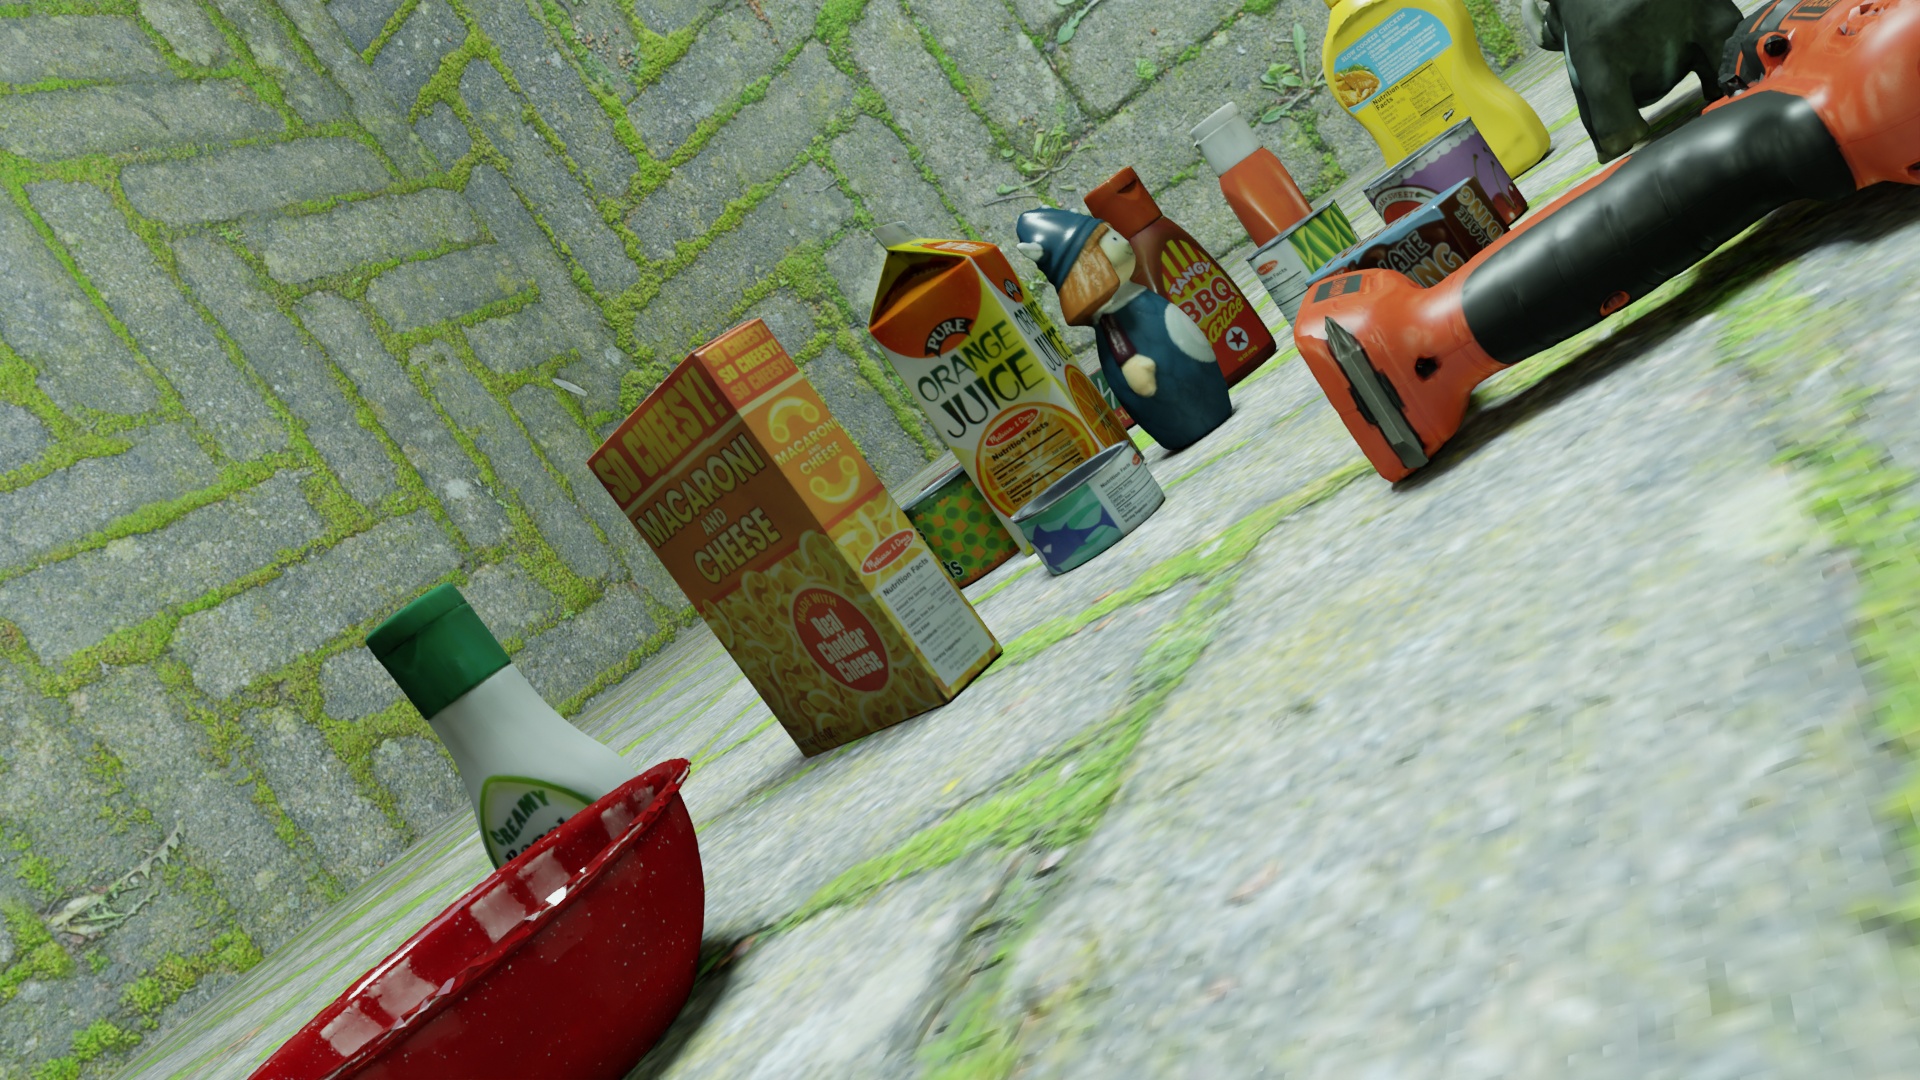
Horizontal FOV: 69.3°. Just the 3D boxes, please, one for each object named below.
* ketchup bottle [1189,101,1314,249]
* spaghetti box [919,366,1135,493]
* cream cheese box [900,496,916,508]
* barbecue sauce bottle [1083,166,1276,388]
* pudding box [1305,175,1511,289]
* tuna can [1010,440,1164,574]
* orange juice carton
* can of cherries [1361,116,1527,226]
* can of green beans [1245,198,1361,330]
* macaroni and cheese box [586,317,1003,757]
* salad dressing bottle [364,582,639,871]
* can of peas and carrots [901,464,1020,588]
[{"bbox_3d":[0.214,-0.230,0.959,0.043,0.148,0.065,-35,5,2],"label":"ketchup bottle"},{"bbox_3d":[0.079,-0.083,1.044,0.249,0.050,0.029,-33,6,26],"label":"spaghetti box"},{"bbox_3d":[-0.028,-0.001,0.965,0.103,0.053,0.024,-31,7,40],"label":"cream cheese box"},{"bbox_3d":[0.133,-0.163,0.871,0.065,0.148,0.043,-37,5,-21],"label":"barbecue sauce bottle"},{"bbox_3d":[0.190,-0.110,0.579,0.030,0.049,0.083,-38,6,-27],"label":"pudding box"},{"bbox_3d":[0.058,-0.014,0.651,0.071,0.033,0.071,-35,5,4],"label":"tuna can"},{"bbox_3d":[0.016,-0.095,0.767,0.073,0.192,0.072,-34,5,21],"label":"orange juice carton"},{"bbox_3d":[0.259,-0.184,0.750,0.071,0.058,0.071,-35,5,4],"label":"can of cherries"},{"bbox_3d":[0.226,-0.175,0.889,0.071,0.058,0.071,-35,5,4],"label":"can of green beans"},{"bbox_3d":[-0.074,0.005,0.587,0.040,0.166,0.123,-39,6,-39],"label":"macaroni and cheese box"},{"bbox_3d":[-0.159,0.085,0.510,0.064,0.147,0.044,-34,5,17],"label":"salad dressing bottle"},{"bbox_3d":[0.003,-0.010,0.826,0.071,0.058,0.071,-35,5,4],"label":"can of peas and carrots"}]
